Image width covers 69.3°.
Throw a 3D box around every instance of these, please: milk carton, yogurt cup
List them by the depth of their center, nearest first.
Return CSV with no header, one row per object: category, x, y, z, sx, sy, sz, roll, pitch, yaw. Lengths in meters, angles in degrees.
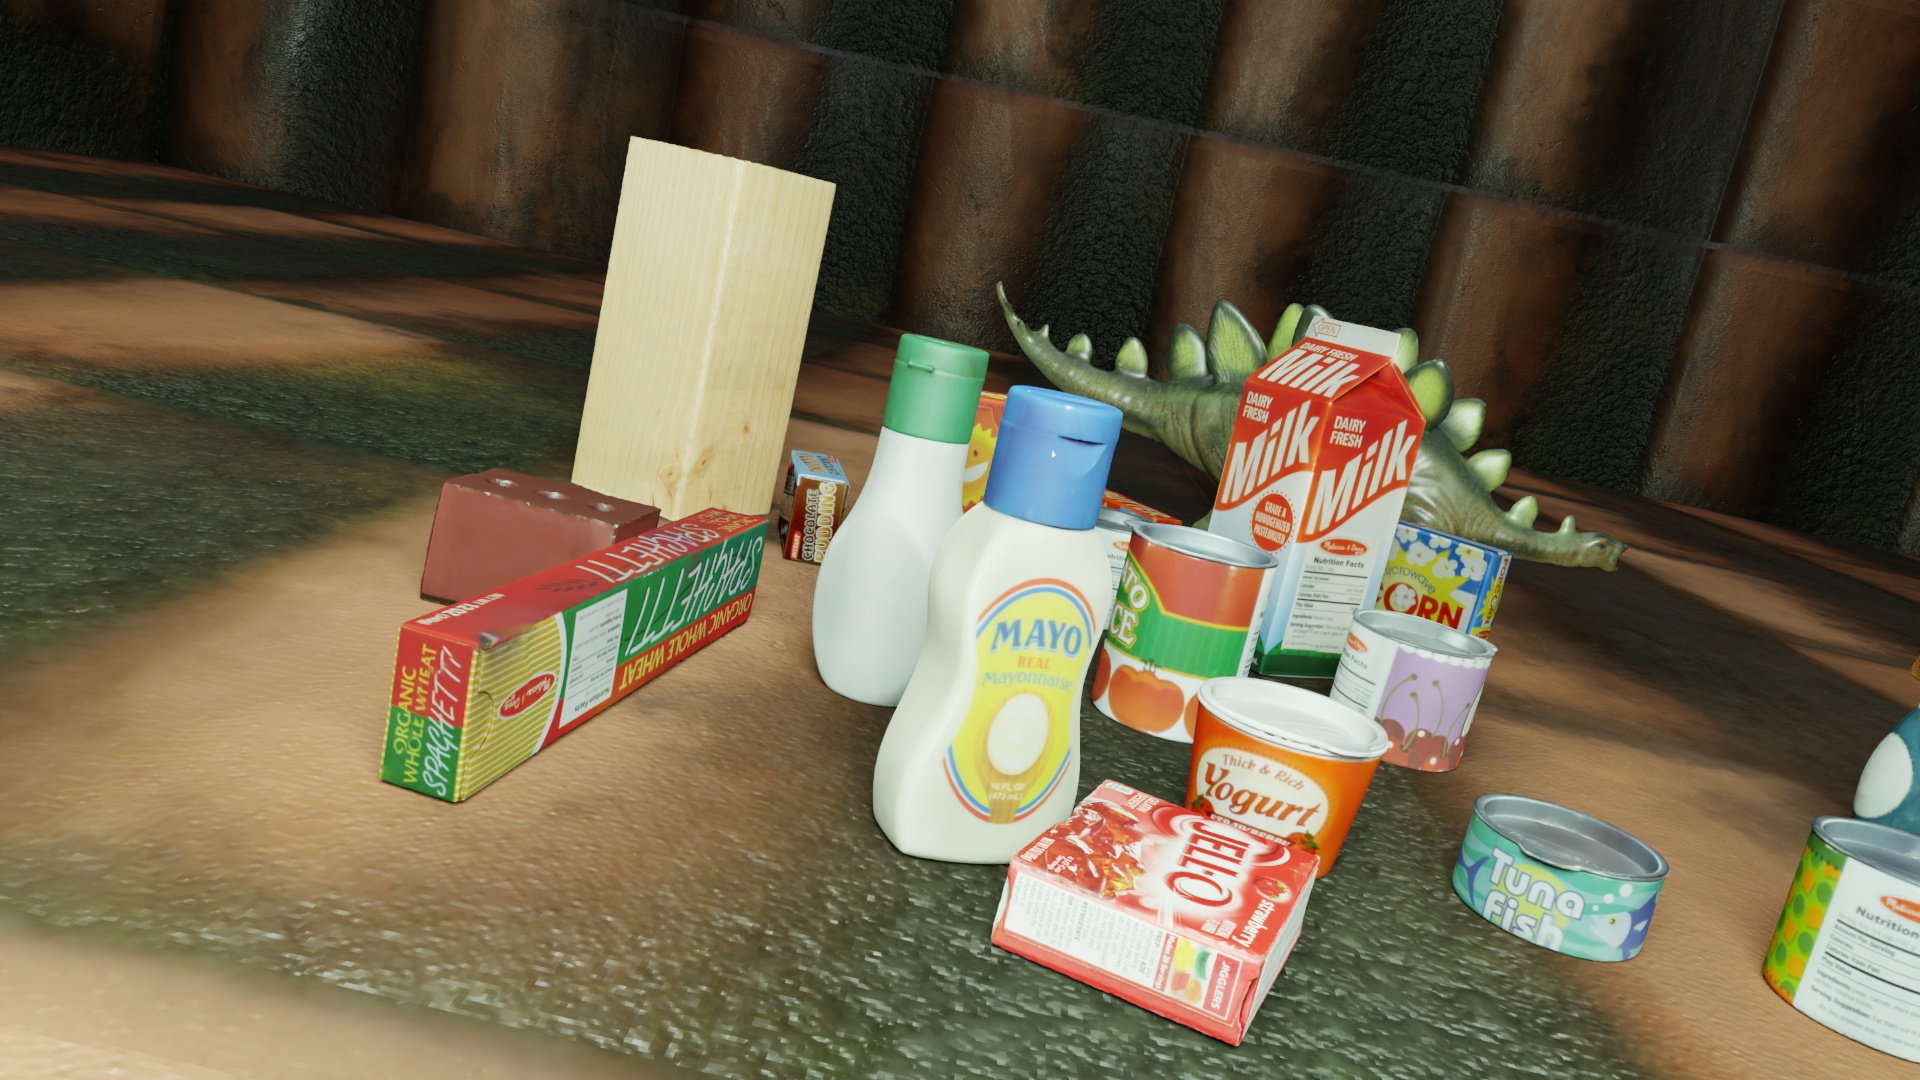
yogurt cup,0.112,0.085,0.497,0.072,0.053,0.072,12,11,-2
milk carton,0.192,-0.026,0.765,0.073,0.190,0.072,6,13,-30

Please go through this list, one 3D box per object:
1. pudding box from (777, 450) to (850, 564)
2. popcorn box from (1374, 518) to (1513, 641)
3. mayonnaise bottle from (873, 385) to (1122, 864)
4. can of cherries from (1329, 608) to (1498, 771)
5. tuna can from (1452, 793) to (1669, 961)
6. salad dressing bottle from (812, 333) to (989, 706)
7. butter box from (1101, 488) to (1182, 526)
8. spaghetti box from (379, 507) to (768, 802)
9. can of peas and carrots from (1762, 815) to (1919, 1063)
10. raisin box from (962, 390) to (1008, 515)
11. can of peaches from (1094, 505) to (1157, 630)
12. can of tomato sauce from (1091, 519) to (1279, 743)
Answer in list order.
pudding box,-0.085,-0.020,0.795,0.030,0.049,0.084,10,12,-12
popcorn box,0.254,0.029,0.833,0.127,0.085,0.038,22,14,38
mayonnaise bottle,0.016,0.027,0.437,0.065,0.147,0.041,8,12,-24
can of cherries,0.214,0.071,0.659,0.071,0.058,0.071,12,11,-2
tuna can,0.211,0.119,0.492,0.071,0.032,0.071,12,12,-2
salad dressing bottle,-0.021,-0.008,0.565,0.064,0.147,0.044,17,12,22
butter box,0.098,-0.002,0.894,0.024,0.053,0.103,6,13,-30
spaghetti box,-0.127,0.030,0.514,0.029,0.050,0.251,14,12,9
can of peas and carrots,0.316,0.133,0.470,0.071,0.058,0.071,12,11,-2
raisin box,0.002,-0.008,0.649,0.086,0.123,0.040,7,13,-28
can of peaches,0.078,0.014,0.786,0.071,0.058,0.071,12,11,-2
can of tomato sauce,0.097,0.040,0.622,0.071,0.083,0.071,12,11,-2
